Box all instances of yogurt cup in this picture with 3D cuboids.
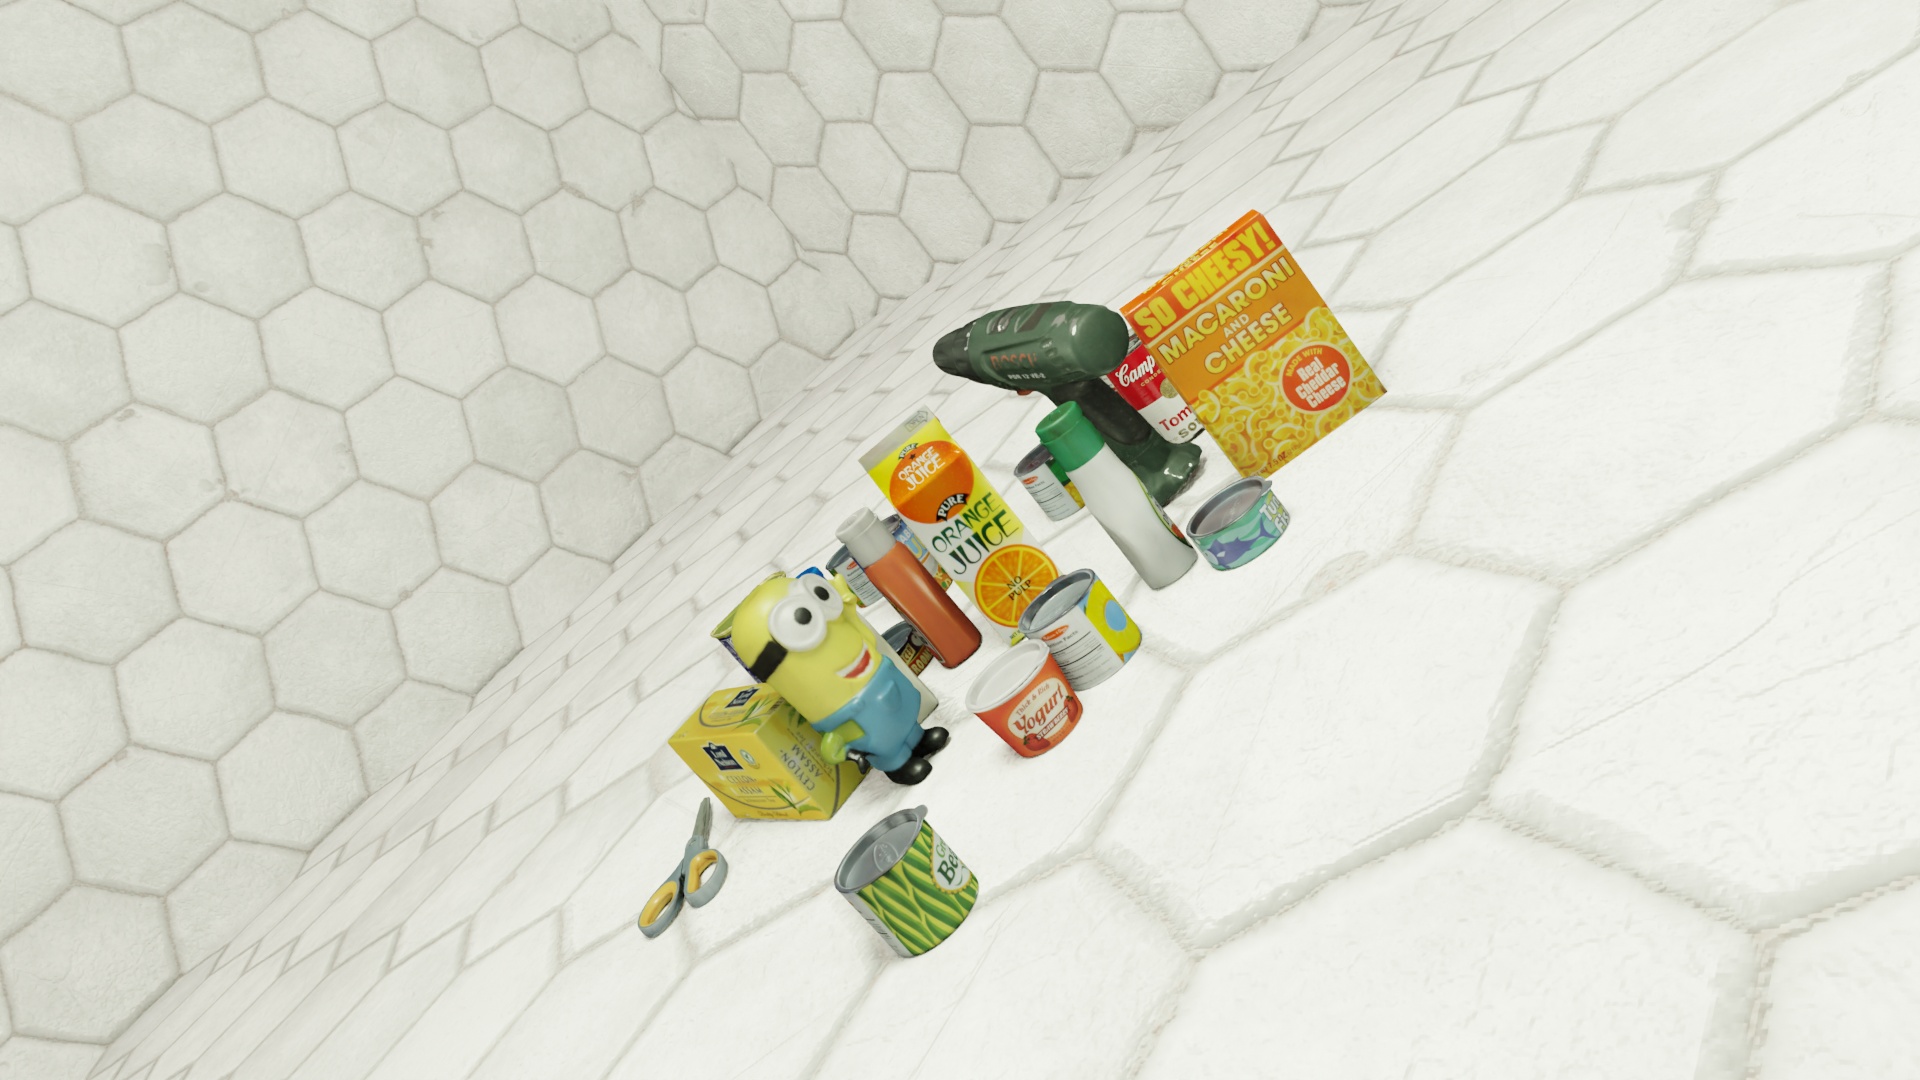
[{"bbox_3d":[0.045,0.108,0.930,0.072,0.054,0.072,-36,15,11],"label":"yogurt cup"}]

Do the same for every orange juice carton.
[{"bbox_3d":[0.004,-0.014,1.114,0.072,0.192,0.073,-39,14,1],"label":"orange juice carton"}]

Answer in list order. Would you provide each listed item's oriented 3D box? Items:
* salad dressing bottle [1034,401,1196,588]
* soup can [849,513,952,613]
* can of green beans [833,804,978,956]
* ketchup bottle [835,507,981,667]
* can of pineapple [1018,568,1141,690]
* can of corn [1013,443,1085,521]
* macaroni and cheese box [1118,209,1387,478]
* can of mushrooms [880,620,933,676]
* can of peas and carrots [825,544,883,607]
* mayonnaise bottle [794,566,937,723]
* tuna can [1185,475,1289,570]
[{"bbox_3d":[0.111,-0.033,1.001,0.044,0.147,0.064,-38,15,7],"label":"salad dressing bottle"},{"bbox_3d":[-0.056,0.025,1.357,0.071,0.083,0.071,-36,15,11],"label":"soup can"},{"bbox_3d":[-0.032,0.203,0.825,0.071,0.057,0.071,-36,15,11],"label":"can of green beans"},{"bbox_3d":[-0.044,0.038,1.162,0.043,0.148,0.065,-40,14,-1],"label":"ketchup bottle"},{"bbox_3d":[0.084,0.061,0.967,0.071,0.058,0.071,-36,15,11],"label":"can of pineapple"},{"bbox_3d":[0.094,-0.062,1.301,0.071,0.058,0.071,-36,15,11],"label":"can of corn"},{"bbox_3d":[0.216,-0.142,1.032,0.123,0.166,0.040,-37,15,10],"label":"macaroni and cheese box"},{"bbox_3d":[-0.056,0.104,1.224,0.071,0.033,0.071,-36,15,11],"label":"can of mushrooms"},{"bbox_3d":[-0.103,0.029,1.504,0.071,0.058,0.071,-36,15,11],"label":"can of peas and carrots"},{"bbox_3d":[-0.082,0.086,1.113,0.041,0.148,0.064,-44,15,-17],"label":"mayonnaise bottle"},{"bbox_3d":[0.195,-0.013,0.966,0.071,0.033,0.071,-36,15,11],"label":"tuna can"}]
